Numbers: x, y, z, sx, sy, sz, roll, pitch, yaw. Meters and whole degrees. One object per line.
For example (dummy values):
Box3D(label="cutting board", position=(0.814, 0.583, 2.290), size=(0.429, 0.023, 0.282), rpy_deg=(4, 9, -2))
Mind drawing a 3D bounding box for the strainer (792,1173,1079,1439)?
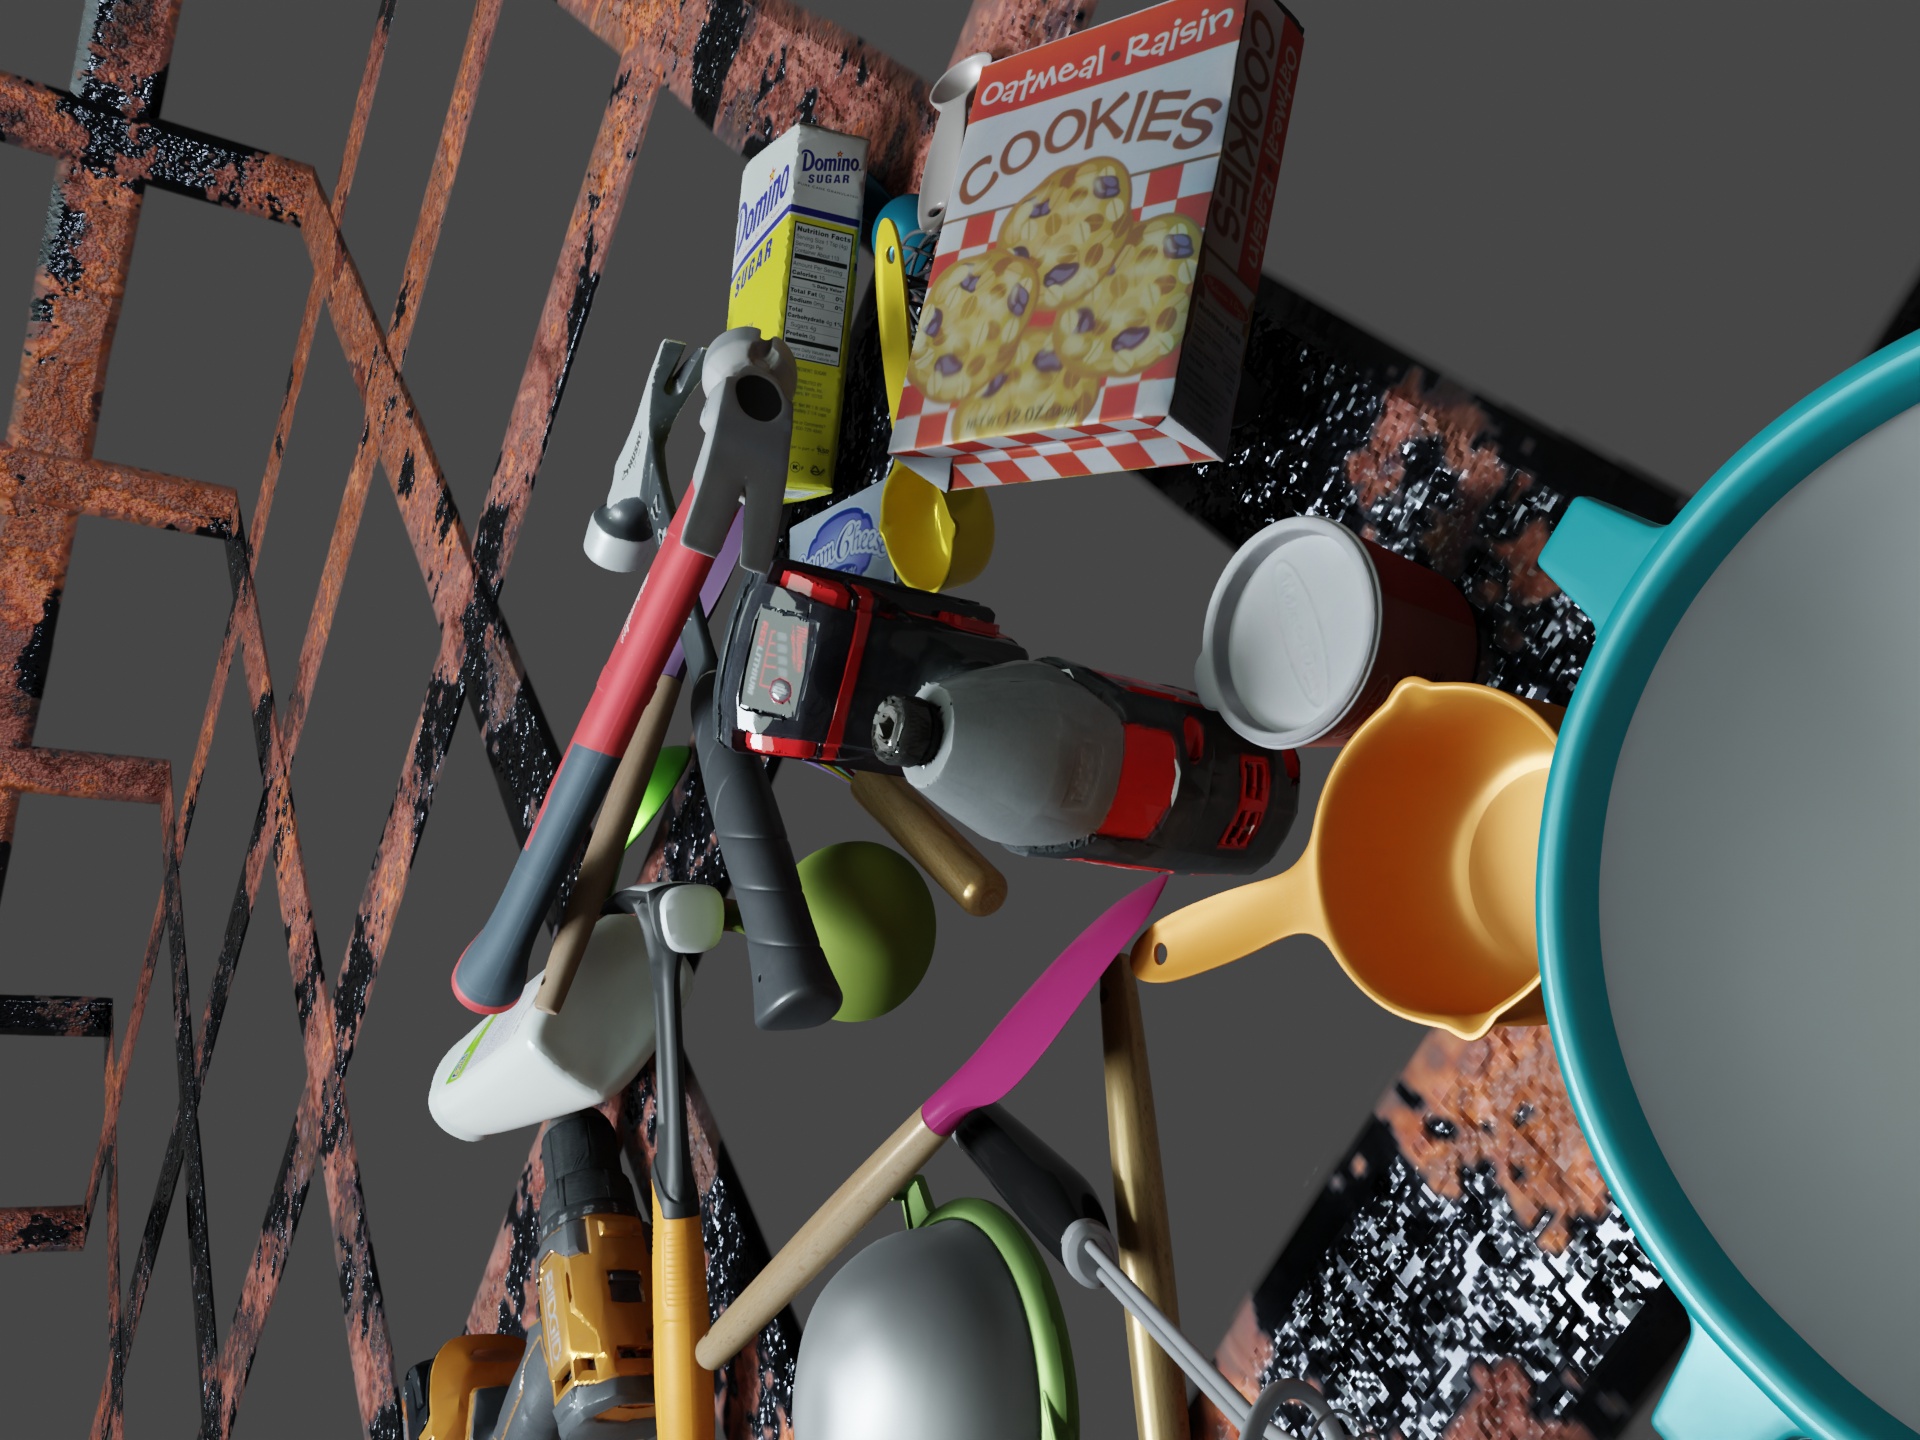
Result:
Box3D(label="strainer", position=(0.000, 0.247, 0.531), size=(0.256, 0.069, 0.151), rpy_deg=(169, 109, -65))

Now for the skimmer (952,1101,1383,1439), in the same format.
Box3D(label="skimmer", position=(0.034, 0.185, 0.440), size=(0.363, 0.090, 0.127), rpy_deg=(-159, 52, -71))

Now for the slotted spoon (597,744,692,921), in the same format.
Box3D(label="slotted spoon", position=(-0.230, 0.131, 0.967), size=(0.070, 0.031, 0.313), rpy_deg=(-83, 18, -56))

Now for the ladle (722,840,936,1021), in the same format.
Box3D(label="ladle", position=(-0.107, 0.098, 0.795), size=(0.320, 0.062, 0.078), rpy_deg=(-8, 74, 62))

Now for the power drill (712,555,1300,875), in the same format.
Box3D(label="power drill", position=(-0.001, -0.002, 0.560), size=(0.220, 0.143, 0.078), rpy_deg=(22, 100, 58))

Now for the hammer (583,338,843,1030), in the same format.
Box3D(label="hammer", position=(-0.115, -0.025, 0.736), size=(0.149, 0.036, 0.409), rpy_deg=(-63, 34, 33))

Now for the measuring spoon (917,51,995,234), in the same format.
Box3D(label="measuring spoon", position=(-0.001, -0.251, 0.703), size=(0.034, 0.018, 0.124), rpy_deg=(-16, 49, 31))

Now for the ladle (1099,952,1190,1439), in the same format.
Box3D(label="ladle", position=(0.064, 0.230, 0.510), size=(0.069, 0.031, 0.316), rpy_deg=(-35, 52, 53))

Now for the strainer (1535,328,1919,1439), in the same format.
Box3D(label="strainer", position=(0.253, 0.021, 0.220), size=(0.340, 0.095, 0.211), rpy_deg=(-19, 70, 51))

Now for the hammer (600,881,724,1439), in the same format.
Box3D(label="hammer", position=(-0.139, 0.247, 0.765), size=(0.127, 0.034, 0.337), rpy_deg=(166, 102, -64))

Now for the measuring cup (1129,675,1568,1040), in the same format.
Box3D(label="measuring cup", position=(0.119, 0.051, 0.449), size=(0.173, 0.052, 0.095), rpy_deg=(-32, 56, 51))

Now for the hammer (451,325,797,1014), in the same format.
Box3D(label="hammer", position=(-0.161, 0.020, 0.700), size=(0.386, 0.038, 0.143), rpy_deg=(-57, 22, 35))

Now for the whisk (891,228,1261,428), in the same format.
Box3D(label="whisk", position=(0.037, -0.155, 0.631), size=(0.239, 0.055, 0.055), rpy_deg=(37, 113, 48))

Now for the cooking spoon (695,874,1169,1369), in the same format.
Box3D(label="cooking spoon", position=(-0.022, 0.161, 0.589), size=(0.017, 0.069, 0.318), rpy_deg=(39, 121, 2))

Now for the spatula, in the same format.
Box3D(label="spatula", position=(-0.161, 0.001, 0.836), size=(0.060, 0.018, 0.316), rpy_deg=(-14, 54, 54))

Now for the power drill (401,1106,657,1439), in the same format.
Box3D(label="power drill", position=(-0.237, 0.344, 0.888), size=(0.226, 0.084, 0.186), rpy_deg=(-53, 40, 30))

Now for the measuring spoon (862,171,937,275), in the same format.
Box3D(label="measuring spoon", position=(-0.048, -0.260, 0.799), size=(0.129, 0.021, 0.042), rpy_deg=(54, 126, 46))

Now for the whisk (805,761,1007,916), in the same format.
Box3D(label="whisk", position=(-0.048, 0.014, 0.720), size=(0.245, 0.047, 0.051), rpy_deg=(41, 128, 48))

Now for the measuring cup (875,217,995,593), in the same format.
Box3D(label="measuring cup", position=(-0.013, -0.132, 0.673), size=(0.062, 0.029, 0.156), rpy_deg=(8, 106, 57))
